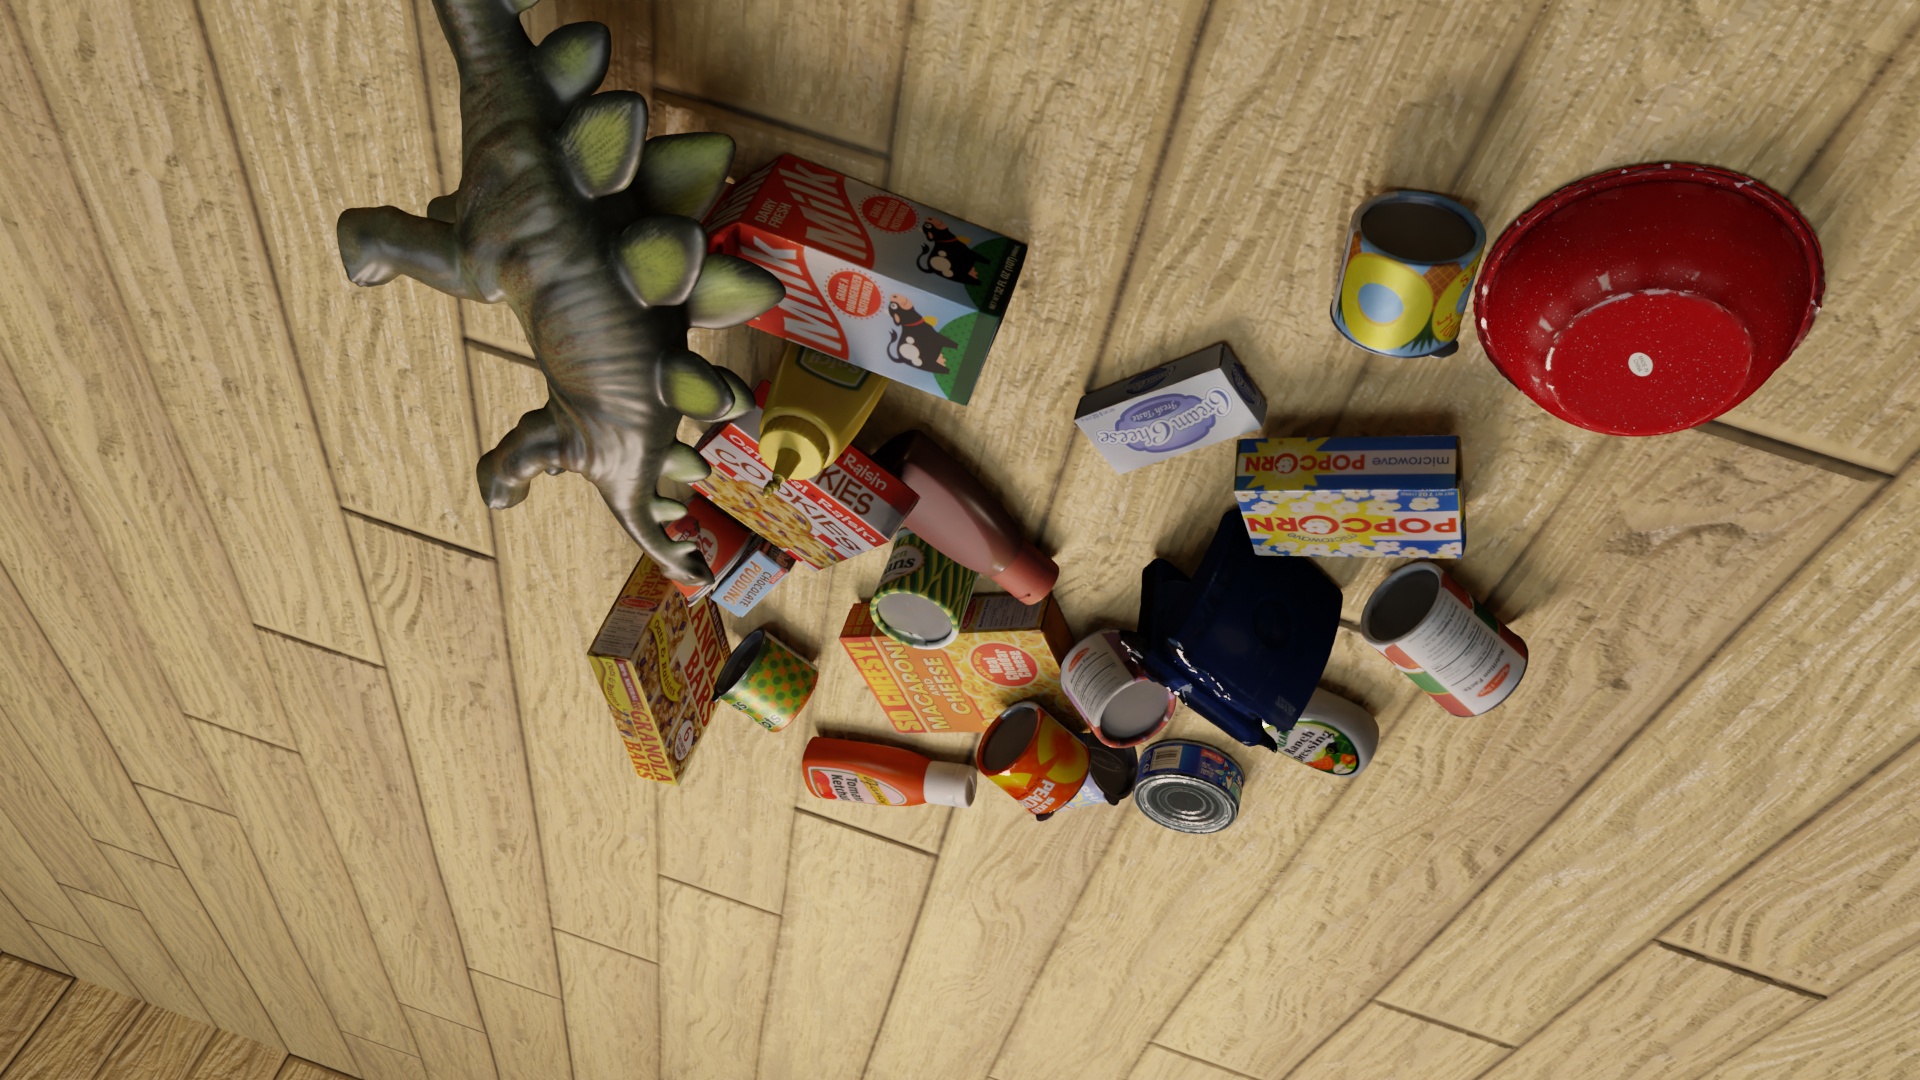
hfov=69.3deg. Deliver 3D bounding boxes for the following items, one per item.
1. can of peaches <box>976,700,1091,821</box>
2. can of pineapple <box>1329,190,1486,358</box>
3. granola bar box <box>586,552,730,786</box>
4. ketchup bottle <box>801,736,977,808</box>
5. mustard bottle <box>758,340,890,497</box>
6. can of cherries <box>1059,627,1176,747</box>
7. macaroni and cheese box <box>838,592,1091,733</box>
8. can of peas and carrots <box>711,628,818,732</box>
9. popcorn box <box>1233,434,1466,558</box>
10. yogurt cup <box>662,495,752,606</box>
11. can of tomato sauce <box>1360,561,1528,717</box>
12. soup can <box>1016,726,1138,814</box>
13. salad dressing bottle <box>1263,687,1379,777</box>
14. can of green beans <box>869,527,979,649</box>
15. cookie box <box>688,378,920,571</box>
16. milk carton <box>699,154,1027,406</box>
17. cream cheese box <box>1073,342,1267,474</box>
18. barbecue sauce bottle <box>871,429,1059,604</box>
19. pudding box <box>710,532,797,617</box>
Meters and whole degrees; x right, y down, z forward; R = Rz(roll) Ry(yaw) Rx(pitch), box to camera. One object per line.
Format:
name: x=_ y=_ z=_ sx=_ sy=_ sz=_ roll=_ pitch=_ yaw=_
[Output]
can of peaches: x=0.053 y=0.163 z=1.033 sx=0.071 sy=0.071 sz=0.058 roll=-25 pitch=123 yaw=40
can of pineapple: x=0.226 y=-0.134 z=0.699 sx=0.071 sy=0.071 sz=0.057 roll=11 pitch=138 yaw=11
granola bar box: x=-0.232 y=0.096 z=1.096 sx=0.039 sy=0.125 sz=0.164 roll=9 pitch=138 yaw=13
ketchup bottle: x=-0.061 y=0.205 z=1.209 sx=0.149 sy=0.044 sz=0.064 roll=4 pitch=137 yaw=18
mustard bottle: x=-0.082 y=-0.082 z=0.811 sx=0.065 sy=0.161 sz=0.048 roll=22 pitch=138 yaw=-4
can of cherries: x=0.115 y=0.106 z=0.996 sx=0.072 sy=0.058 sz=0.071 roll=-13 pitch=125 yaw=-18
macaroni and cheese box: x=0.008 y=0.097 z=1.064 sx=0.166 sy=0.040 sz=0.123 roll=-4 pitch=134 yaw=25
can of peas and carrots: x=-0.159 y=0.116 z=1.131 sx=0.058 sy=0.071 sz=0.070 roll=37 pitch=137 yaw=-20
popcorn box: x=0.232 y=-0.025 z=0.823 sx=0.126 sy=0.038 sz=0.085 roll=1 pitch=153 yaw=22
yogurt cup: x=-0.196 y=0.003 z=1.029 sx=0.054 sy=0.073 sz=0.072 roll=44 pitch=135 yaw=-14
can of tomato sauce: x=0.306 y=0.062 z=0.885 sx=0.083 sy=0.071 sz=0.071 roll=38 pitch=137 yaw=-18
soup can: x=0.088 y=0.182 z=1.100 sx=0.083 sy=0.072 sz=0.071 roll=-23 pitch=124 yaw=39
salad dressing bottle: x=0.225 y=0.121 z=0.998 sx=0.148 sy=0.044 sz=0.064 roll=24 pitch=141 yaw=-4
can of green beans: x=-0.026 y=0.036 z=0.997 sx=0.071 sy=0.058 sz=0.071 roll=12 pitch=139 yaw=10
cookie box: x=-0.111 y=-0.038 z=0.918 sx=0.123 sy=0.040 sz=0.167 roll=36 pitch=160 yaw=-14
milk carton: x=-0.067 y=-0.155 z=0.792 sx=0.191 sy=0.073 sz=0.073 roll=21 pitch=139 yaw=0
cream cheese box: x=0.126 y=-0.078 z=0.835 sx=0.103 sy=0.024 sz=0.053 roll=-18 pitch=128 yaw=37
barbecue sauce bottle: x=0.003 y=-0.012 z=0.944 sx=0.148 sy=0.044 sz=0.064 roll=39 pitch=142 yaw=-21
pudding box: x=-0.148 y=0.017 z=1.033 sx=0.030 sy=0.050 sz=0.083 roll=36 pitch=137 yaw=-15
